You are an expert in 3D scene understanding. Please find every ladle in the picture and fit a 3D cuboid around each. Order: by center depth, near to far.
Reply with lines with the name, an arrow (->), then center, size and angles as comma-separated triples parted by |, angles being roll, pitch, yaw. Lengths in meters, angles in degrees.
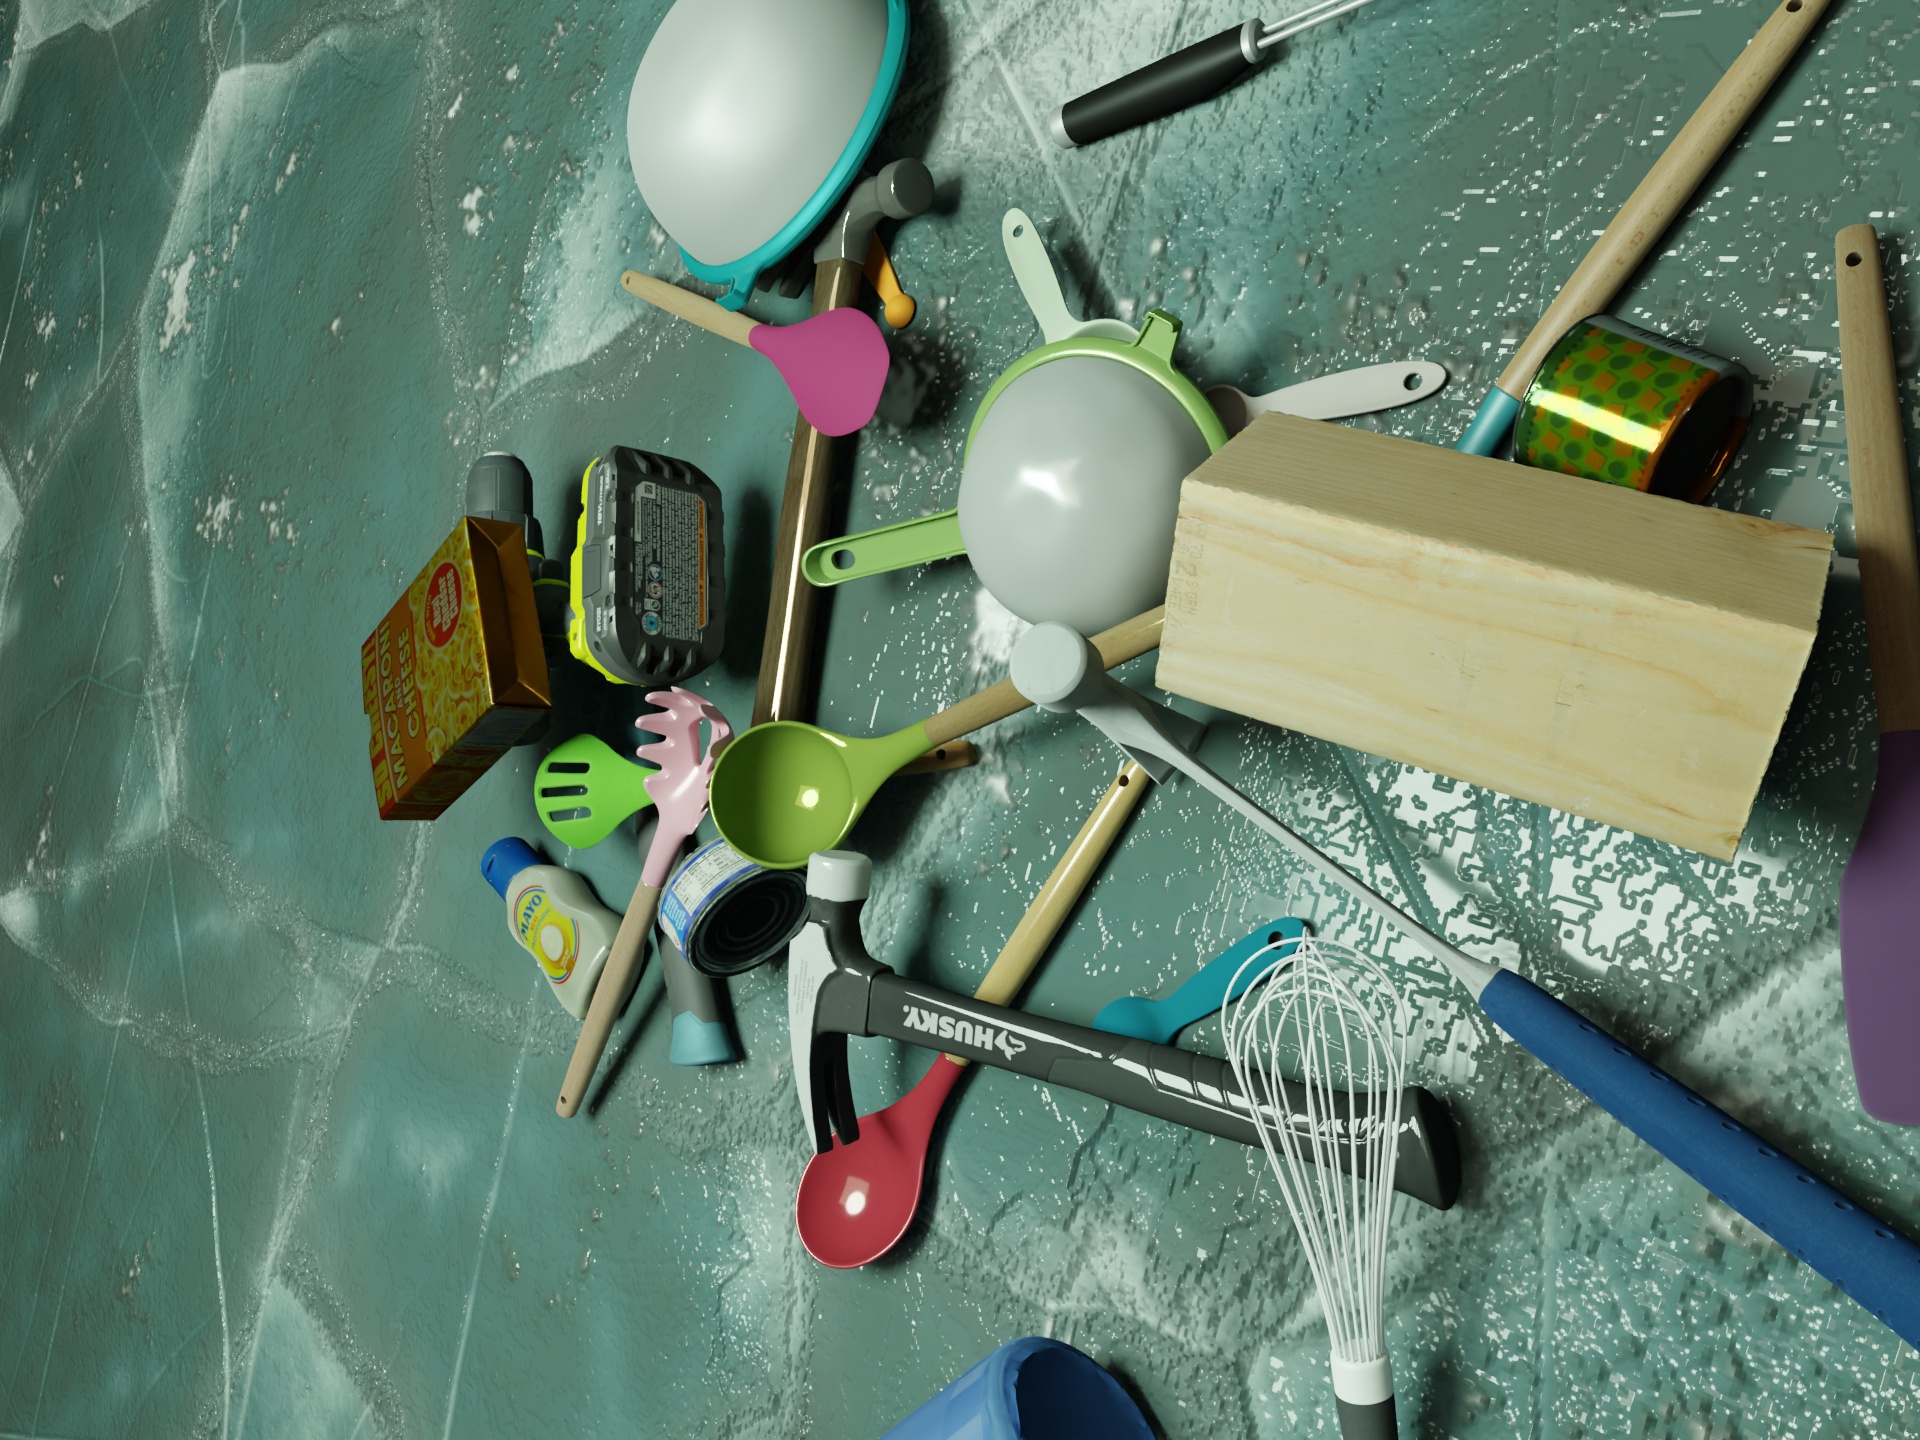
ladle -> -0.001, -0.002, 0.760 | 0.320, 0.062, 0.078 | -25, 79, 37
ladle -> 0.009, 0.147, 0.794 | 0.069, 0.031, 0.315 | 41, 108, 33

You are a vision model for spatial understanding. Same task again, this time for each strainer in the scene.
strainer -> 0.008, -0.091, 0.765 | 0.256, 0.069, 0.151 | -9, 103, 36
strainer -> -0.094, -0.418, 0.911 | 0.340, 0.095, 0.211 | -51, 41, 19

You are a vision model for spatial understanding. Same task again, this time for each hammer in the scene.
hammer -> 0.192, 0.093, 0.598 | 0.406, 0.144, 0.035 | 38, 95, 29
hammer -> 0.057, 0.159, 0.716 | 0.335, 0.035, 0.146 | 9, 95, 34
hammer -> -0.087, -0.150, 0.918 | 0.130, 0.031, 0.331 | 8, 90, 50
hammer -> -0.189, 0.054, 0.978 | 0.128, 0.033, 0.331 | -32, 63, 34

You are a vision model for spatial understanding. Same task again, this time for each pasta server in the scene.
pasta server -> -0.191, 0.115, 0.919 | 0.060, 0.040, 0.316 | 38, 118, 26

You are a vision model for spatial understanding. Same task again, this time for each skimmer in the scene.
skimmer -> 0.168, -0.347, 0.698 | 0.363, 0.090, 0.127 | -7, 46, 43

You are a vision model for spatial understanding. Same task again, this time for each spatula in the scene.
spatula -> 0.327, -0.021, 0.550 | 0.060, 0.018, 0.316 | -8, 78, 39
spatula -> 0.235, -0.154, 0.637 | 0.082, 0.044, 0.317 | 46, 111, 33

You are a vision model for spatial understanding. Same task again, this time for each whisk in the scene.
whisk -> 0.150, 0.218, 0.609 | 0.070, 0.070, 0.284 | -3, 98, 41

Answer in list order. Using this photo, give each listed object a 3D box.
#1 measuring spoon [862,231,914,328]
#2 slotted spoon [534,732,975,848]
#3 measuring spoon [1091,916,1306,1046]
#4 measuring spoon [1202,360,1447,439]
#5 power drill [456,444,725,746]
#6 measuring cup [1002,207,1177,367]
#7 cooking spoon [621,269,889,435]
measuring spoon -> -0.055, -0.273, 0.931 | 0.021, 0.011, 0.117 | -43, 57, 28
slotted spoon -> -0.131, 0.031, 0.903 | 0.314, 0.031, 0.070 | -6, 85, 29
measuring spoon -> 0.103, 0.124, 0.717 | 0.128, 0.021, 0.042 | -42, 58, 30
measuring spoon -> 0.161, -0.143, 0.722 | 0.124, 0.018, 0.034 | -6, 79, 34
power drill -> -0.244, -0.090, 0.978 | 0.228, 0.080, 0.191 | -10, 78, 44
measuring cup -> 0.060, -0.192, 0.801 | 0.083, 0.038, 0.168 | -37, 58, 31
cooking spoon -> -0.132, -0.233, 0.944 | 0.319, 0.017, 0.068 | 34, 110, 47
